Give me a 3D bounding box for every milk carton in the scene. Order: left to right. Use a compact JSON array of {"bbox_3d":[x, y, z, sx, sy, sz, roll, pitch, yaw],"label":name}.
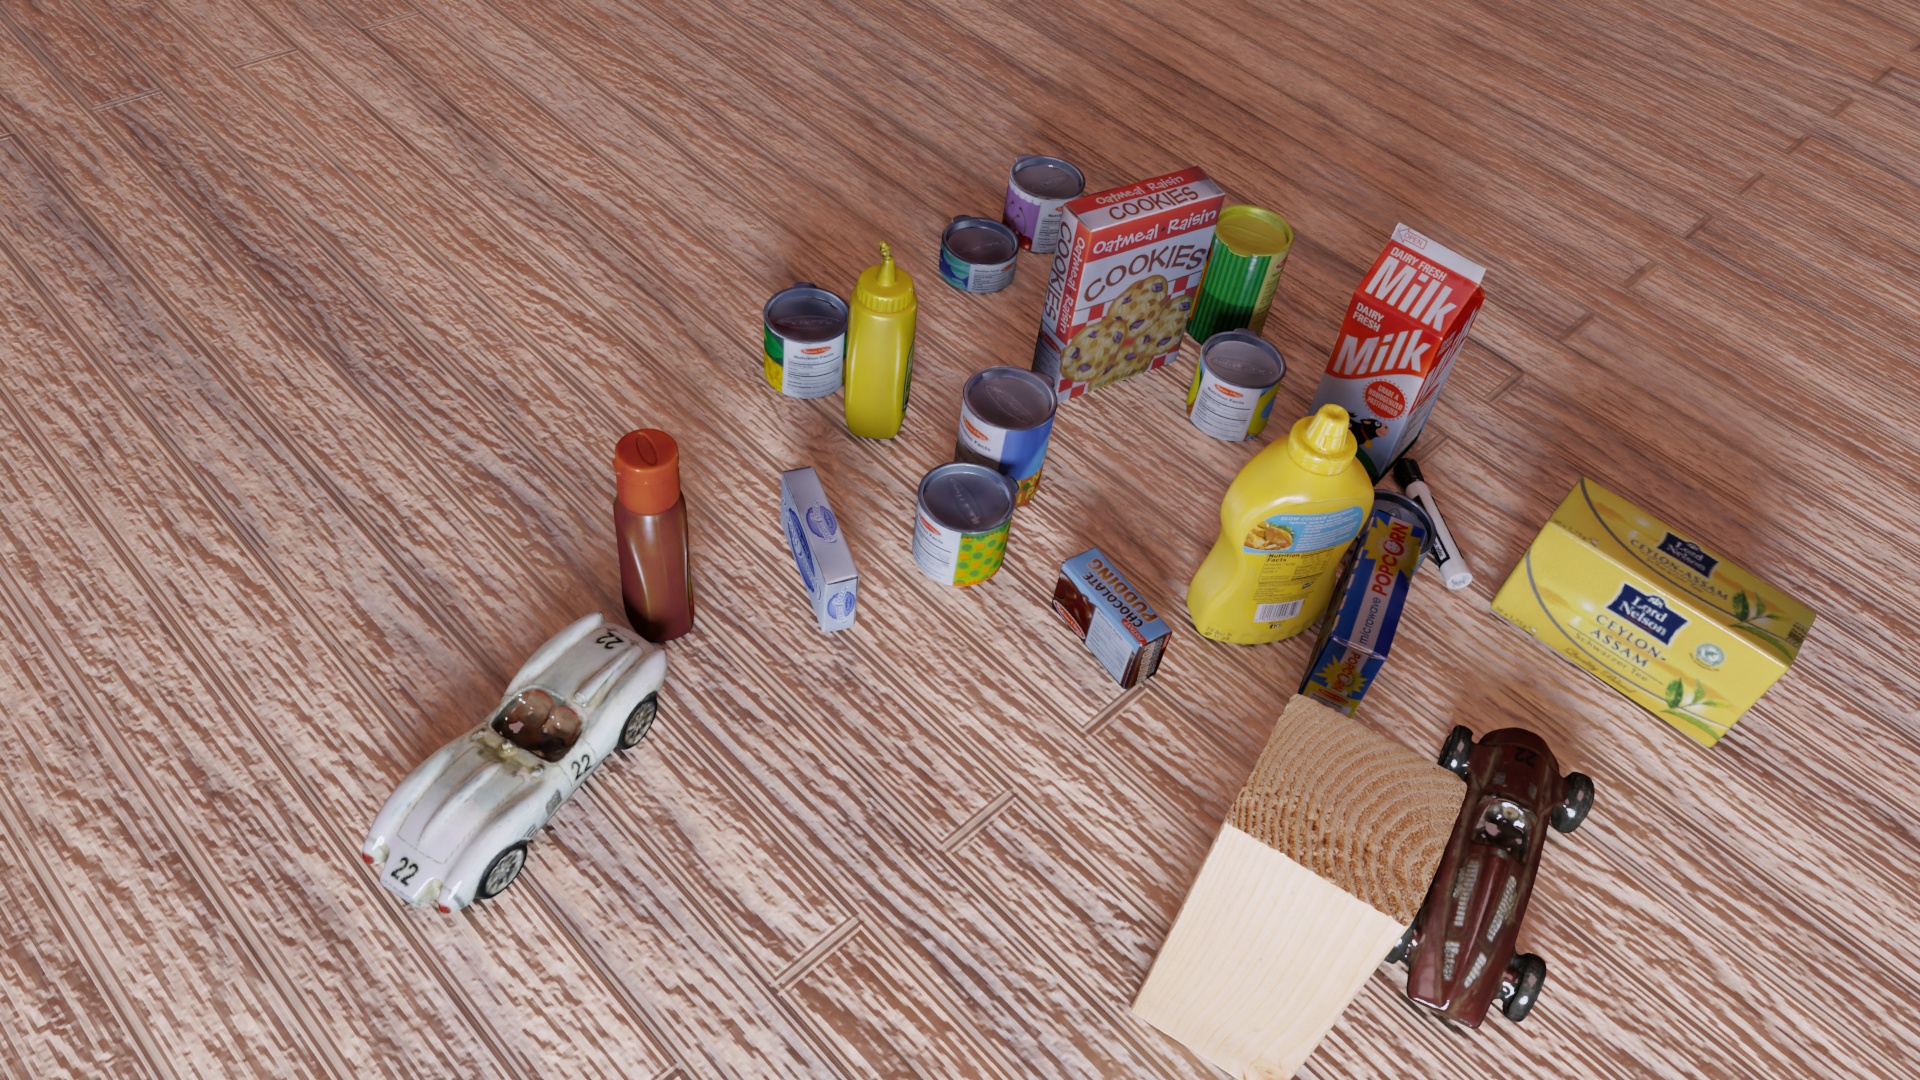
[{"bbox_3d":[0.321,-0.140,1.023,0.072,0.189,0.074,35,53,22],"label":"milk carton"}]

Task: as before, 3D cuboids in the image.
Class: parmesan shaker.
[{"bbox_3d":[0.224,-0.210,1.131,0.071,0.102,0.072,4,48,-5],"label":"parmesan shaker"}]

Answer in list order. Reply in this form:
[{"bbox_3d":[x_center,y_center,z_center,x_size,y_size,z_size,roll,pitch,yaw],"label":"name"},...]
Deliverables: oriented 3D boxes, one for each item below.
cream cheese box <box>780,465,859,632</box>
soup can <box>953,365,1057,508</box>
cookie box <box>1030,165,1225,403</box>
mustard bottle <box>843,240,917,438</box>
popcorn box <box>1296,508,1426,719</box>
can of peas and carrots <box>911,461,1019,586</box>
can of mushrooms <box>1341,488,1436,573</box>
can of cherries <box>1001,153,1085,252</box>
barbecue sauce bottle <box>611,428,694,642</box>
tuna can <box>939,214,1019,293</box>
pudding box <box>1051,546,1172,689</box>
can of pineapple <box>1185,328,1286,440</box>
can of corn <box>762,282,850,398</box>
[{"bbox_3d":[-0.095,0.005,0.925,0.024,0.053,0.104,-12,51,-18],"label":"cream cheese box"},{"bbox_3d":[0.032,-0.073,0.993,0.071,0.083,0.072,4,48,-5],"label":"soup can"},{"bbox_3d":[0.124,-0.193,1.058,0.123,0.166,0.040,-21,55,-25],"label":"cookie box"},{"bbox_3d":[-0.056,-0.145,0.993,0.049,0.159,0.066,6,48,-3],"label":"mustard bottle"},{"bbox_3d":[0.262,0.053,0.913,0.038,0.084,0.127,23,49,12],"label":"popcorn box"},{"bbox_3d":[0.003,-0.012,0.951,0.071,0.058,0.071,4,48,-5],"label":"can of peas and carrots"},{"bbox_3d":[0.304,-0.004,1.004,0.071,0.033,0.071,4,48,-5],"label":"can of mushrooms"},{"bbox_3d":[0.071,-0.295,1.214,0.071,0.058,0.072,4,48,-5],"label":"can of cherries"},{"bbox_3d":[-0.190,-0.004,0.856,0.044,0.147,0.065,-14,52,-20],"label":"barbecue sauce bottle"},{"bbox_3d":[0.014,-0.243,1.176,0.071,0.032,0.071,4,48,-5],"label":"tuna can"},{"bbox_3d":[0.098,0.050,0.915,0.030,0.049,0.084,-24,56,-26],"label":"pudding box"},{"bbox_3d":[0.214,-0.121,1.079,0.071,0.057,0.071,4,48,-5],"label":"can of pineapple"},{"bbox_3d":[-0.117,-0.152,1.059,0.071,0.058,0.071,4,48,-5],"label":"can of corn"}]
